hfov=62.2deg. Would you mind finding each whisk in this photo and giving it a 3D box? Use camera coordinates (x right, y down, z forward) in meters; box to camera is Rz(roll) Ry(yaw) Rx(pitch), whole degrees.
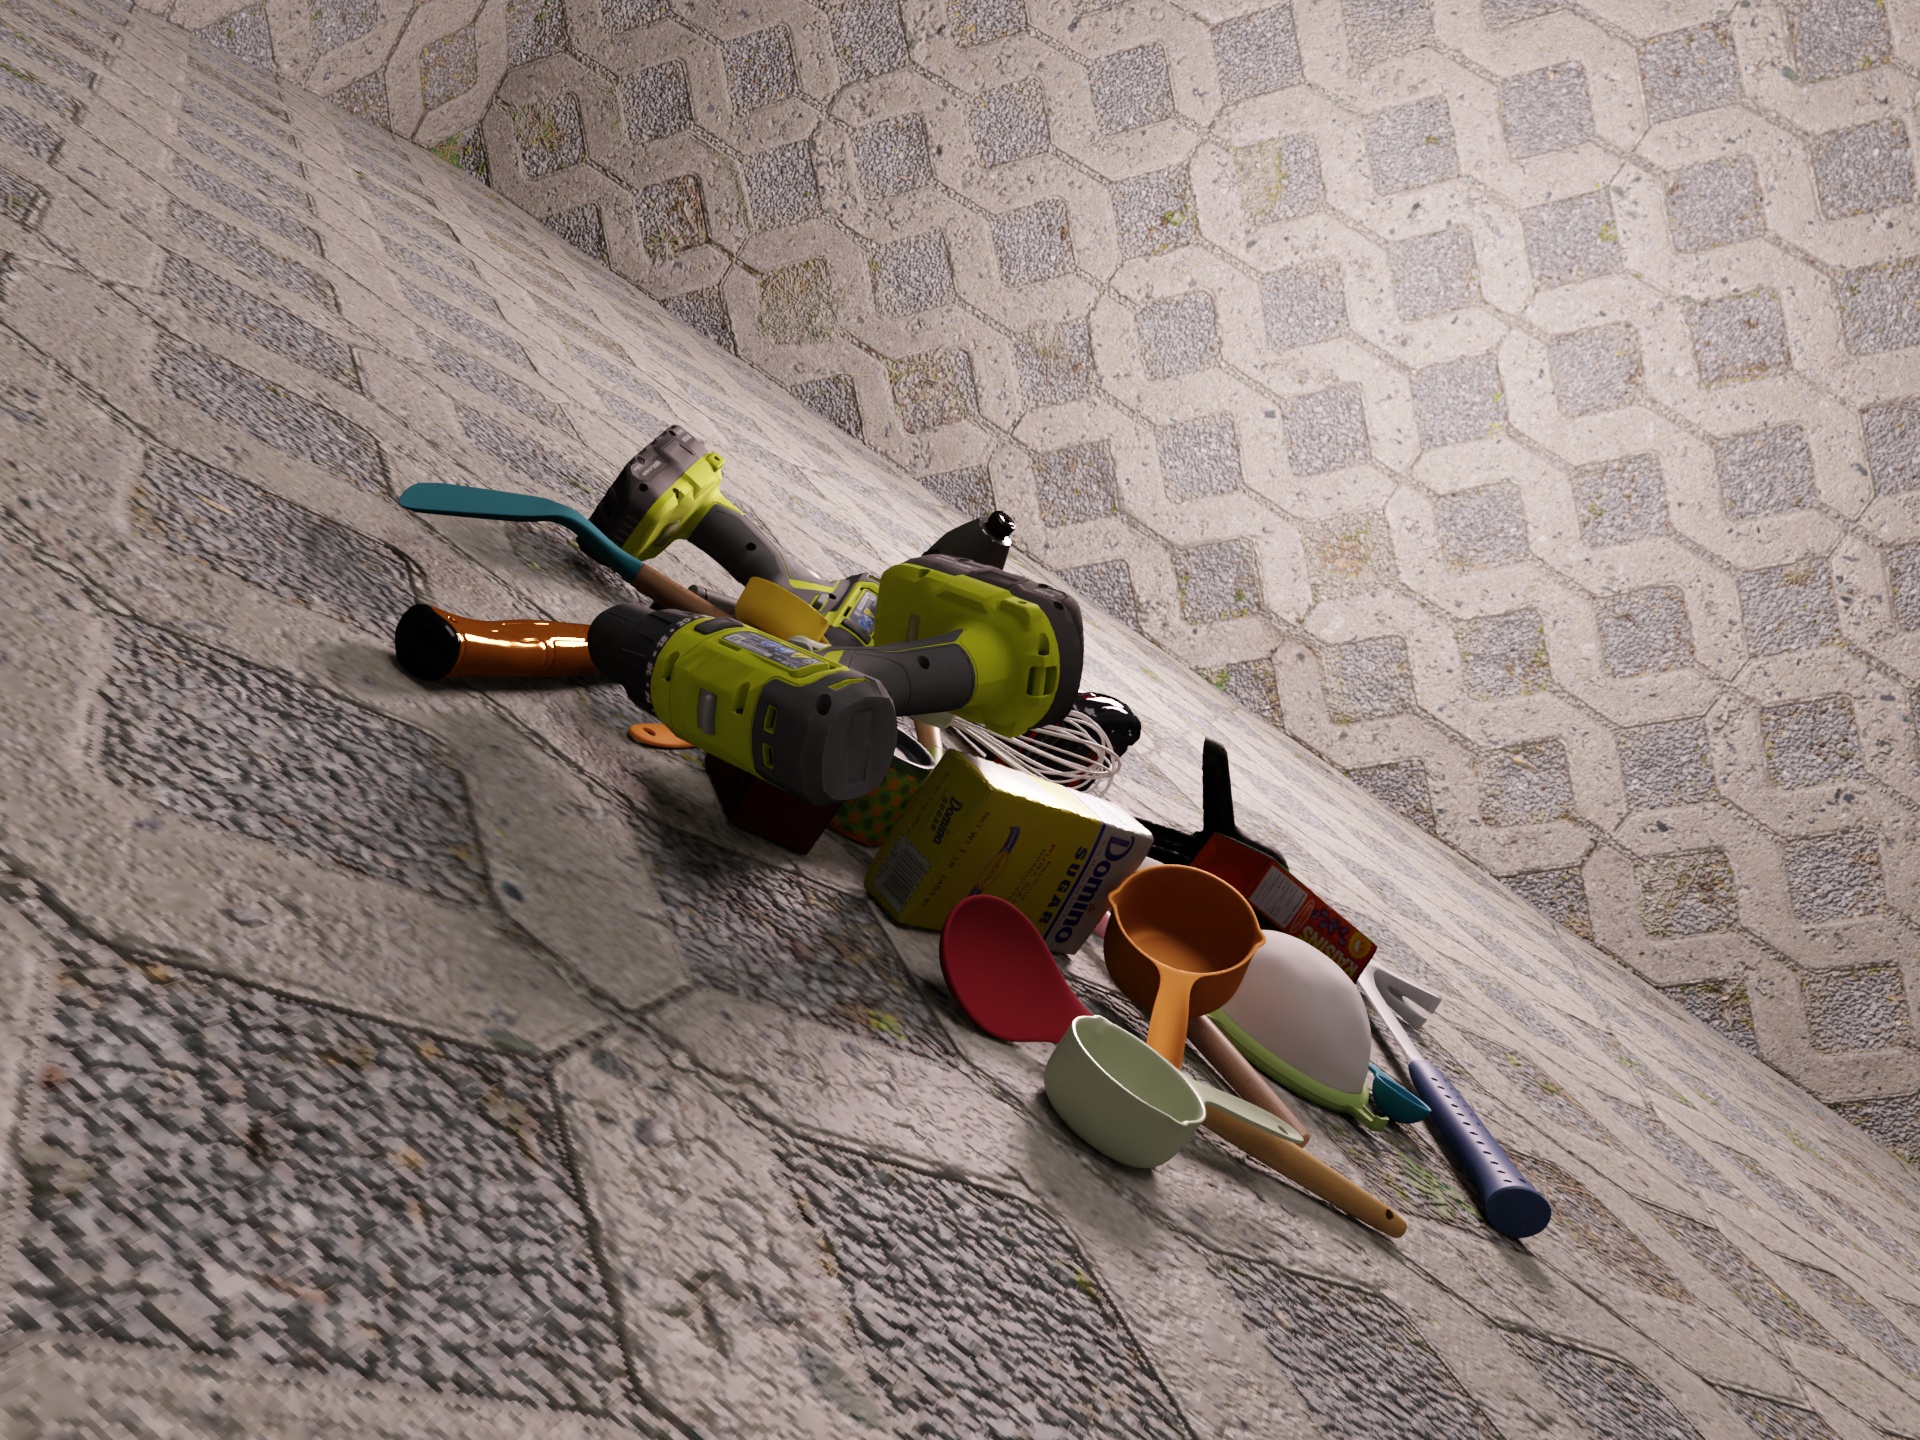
[{"bbox_3d":[-0.002,-0.003,0.979,0.246,0.059,0.058,20,-18,-27],"label":"whisk"}]

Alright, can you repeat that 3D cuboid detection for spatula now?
[{"bbox_3d":[-0.177,-0.065,0.949,0.317,0.044,0.082,33,9,-18],"label":"spatula"}]

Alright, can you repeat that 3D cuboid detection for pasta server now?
[{"bbox_3d":[0.118,0.149,1.000,0.040,0.060,0.317,-20,43,-23],"label":"pasta server"}]

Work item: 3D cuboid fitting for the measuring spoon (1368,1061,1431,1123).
[{"bbox_3d":[0.278,0.247,1.105,0.042,0.021,0.129,30,3,-23],"label":"measuring spoon"}]

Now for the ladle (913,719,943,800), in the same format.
[{"bbox_3d":[-0.012,0.003,1.074,0.078,0.062,0.320,44,16,-26],"label":"ladle"}]

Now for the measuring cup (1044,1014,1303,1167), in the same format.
[{"bbox_3d":[0.107,0.196,0.779,0.167,0.038,0.083,28,12,-35],"label":"measuring cup"}]

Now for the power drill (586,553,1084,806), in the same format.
[{"bbox_3d":[-0.063,-0.032,0.837,0.191,0.080,0.228,23,25,37],"label":"power drill"}]

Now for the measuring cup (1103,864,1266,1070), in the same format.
[{"bbox_3d":[0.119,0.160,0.914,0.095,0.052,0.174,15,41,4],"label":"measuring cup"}]

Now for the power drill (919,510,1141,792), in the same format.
[{"bbox_3d":[0.032,-0.046,1.204,0.078,0.143,0.220,0,51,-51],"label":"power drill"}]

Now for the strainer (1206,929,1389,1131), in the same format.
[{"bbox_3d":[0.226,0.175,1.106,0.151,0.069,0.256,33,13,-2],"label":"strainer"}]

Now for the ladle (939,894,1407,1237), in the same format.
[{"bbox_3d":[0.113,0.190,0.824,0.315,0.031,0.069,34,52,-14],"label":"ladle"}]

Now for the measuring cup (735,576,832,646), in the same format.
[{"bbox_3d":[-0.099,-0.041,1.023,0.062,0.029,0.156,25,-15,27],"label":"measuring cup"}]

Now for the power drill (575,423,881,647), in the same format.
[{"bbox_3d":[-0.153,-0.101,1.140,0.223,0.080,0.171,37,29,-8],"label":"power drill"}]

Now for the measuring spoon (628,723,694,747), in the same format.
[{"bbox_3d":[-0.155,0.005,0.909,0.021,0.011,0.117,37,12,16],"label":"measuring spoon"}]

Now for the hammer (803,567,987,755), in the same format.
[{"bbox_3d":[-0.024,-0.031,1.374,0.128,0.033,0.331,20,18,-46],"label":"hammer"}]

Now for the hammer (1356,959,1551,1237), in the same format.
[{"bbox_3d":[0.346,0.258,1.181,0.144,0.035,0.406,32,11,-9],"label":"hammer"}]

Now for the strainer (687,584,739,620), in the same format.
[{"bbox_3d":[-0.118,-0.065,1.240,0.258,0.050,0.087,17,24,-38],"label":"strainer"}]

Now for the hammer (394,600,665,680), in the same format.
[{"bbox_3d":[-0.198,-0.036,0.906,0.127,0.034,0.337,35,11,13],"label":"hammer"}]
